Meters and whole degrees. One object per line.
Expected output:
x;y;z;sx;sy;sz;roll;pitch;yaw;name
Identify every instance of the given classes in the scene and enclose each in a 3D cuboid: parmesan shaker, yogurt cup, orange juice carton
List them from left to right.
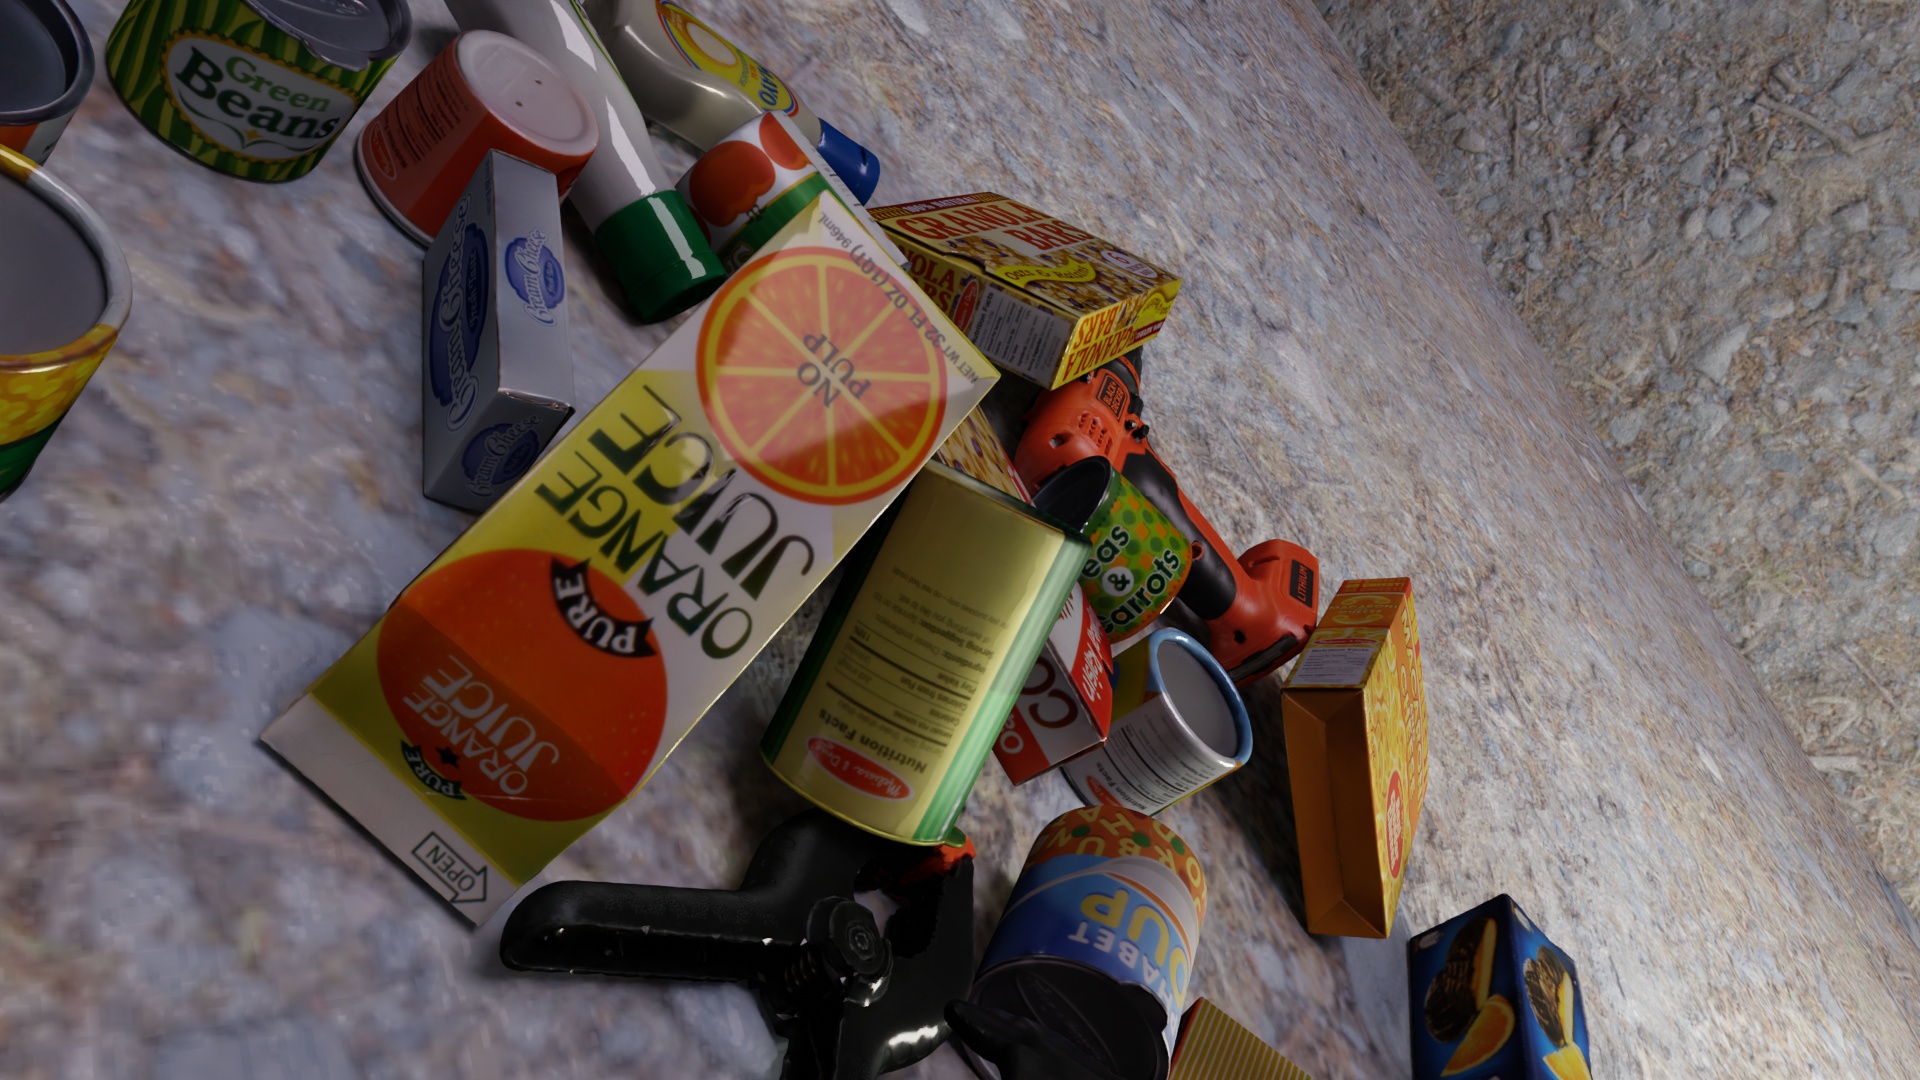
-0.161;-0.135;0.473;0.072;0.053;0.073;35;33;-28;yogurt cup
-0.084;0.002;0.368;0.071;0.073;0.193;46;67;-13;orange juice carton
-0.008;0.033;0.428;0.071;0.103;0.071;26;5;-3;parmesan shaker

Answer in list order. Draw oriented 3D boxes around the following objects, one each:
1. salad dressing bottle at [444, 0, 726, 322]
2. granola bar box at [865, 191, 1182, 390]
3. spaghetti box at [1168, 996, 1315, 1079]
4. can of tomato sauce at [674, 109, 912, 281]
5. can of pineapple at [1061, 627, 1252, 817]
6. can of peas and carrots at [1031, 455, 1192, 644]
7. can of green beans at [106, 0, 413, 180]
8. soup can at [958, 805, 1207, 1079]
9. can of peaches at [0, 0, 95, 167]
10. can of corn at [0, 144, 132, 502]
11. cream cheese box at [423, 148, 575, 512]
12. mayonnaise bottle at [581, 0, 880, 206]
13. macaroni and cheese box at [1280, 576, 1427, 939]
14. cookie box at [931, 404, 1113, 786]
-0.141;-0.154;0.525;0.147;0.044;0.064;60;-15;-2;salad dressing bottle
0.029;-0.132;0.701;0.124;0.039;0.166;28;26;15;granola bar box
0.044;0.224;0.373;0.050;0.028;0.251;35;33;9;spaghetti box
-0.073;-0.124;0.576;0.083;0.071;0.071;50;30;-5;can of tomato sauce
0.080;0.077;0.583;0.071;0.057;0.071;35;34;-28;can of pineapple
0.062;0.006;0.624;0.058;0.070;0.071;42;31;-20;can of peas and carrots
-0.210;-0.152;0.417;0.071;0.057;0.071;36;34;-28;can of green beans
0.045;0.136;0.458;0.071;0.071;0.084;49;29;-7;soup can
-0.247;-0.104;0.315;0.071;0.058;0.071;35;35;-29;can of peaches
-0.221;-0.045;0.288;0.071;0.058;0.071;36;33;-28;can of corn
-0.143;-0.065;0.424;0.024;0.053;0.104;16;45;-38;cream cheese box
-0.103;-0.198;0.635;0.148;0.041;0.065;25;38;-39;mayonnaise bottle
0.202;0.101;0.695;0.167;0.040;0.123;-33;117;-60;macaroni and cheese box
0.002;-0.007;0.521;0.167;0.040;0.123;60;12;-7;cookie box
